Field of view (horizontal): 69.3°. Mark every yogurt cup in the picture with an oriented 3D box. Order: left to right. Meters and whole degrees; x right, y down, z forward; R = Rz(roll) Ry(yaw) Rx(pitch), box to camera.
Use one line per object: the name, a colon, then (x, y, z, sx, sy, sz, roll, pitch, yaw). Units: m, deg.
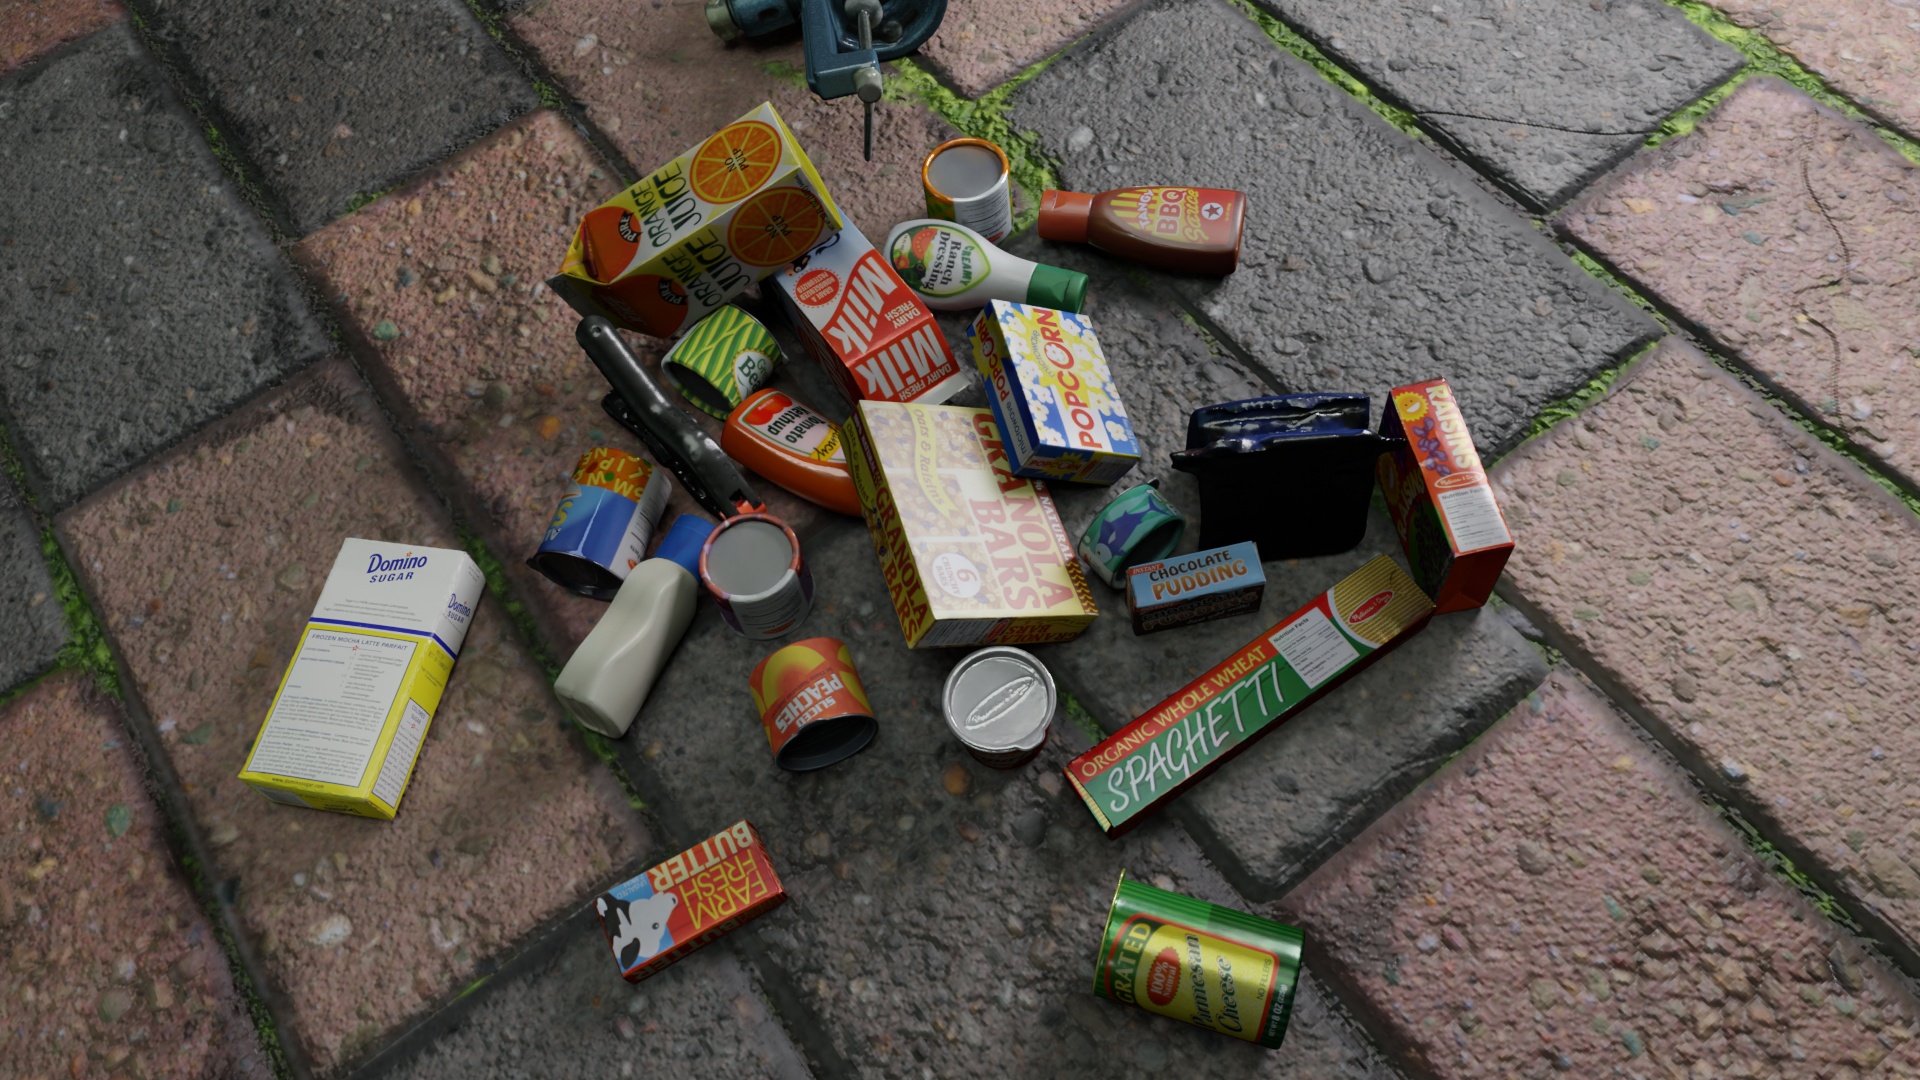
yogurt cup: (0.025, 0.105, 0.845, 0.072, 0.053, 0.073, -3, 61, 5)

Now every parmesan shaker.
parmesan shaker: (0.130, 0.227, 0.756, 0.103, 0.071, 0.071, 13, 64, 13)

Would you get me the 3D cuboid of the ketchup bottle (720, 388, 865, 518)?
ketchup bottle: (-0.087, -0.049, 0.944, 0.149, 0.043, 0.065, 30, 41, 14)

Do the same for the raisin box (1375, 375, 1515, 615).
raisin box: (0.299, -0.027, 0.870, 0.040, 0.085, 0.124, -12, 61, 2)

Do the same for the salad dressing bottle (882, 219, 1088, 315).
salad dressing bottle: (0.018, -0.193, 1.014, 0.148, 0.044, 0.064, 15, 89, 10)

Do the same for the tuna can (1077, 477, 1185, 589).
tuna can: (0.112, -0.004, 0.888, 0.071, 0.070, 0.033, -37, 65, -13)

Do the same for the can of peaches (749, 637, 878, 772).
can of peaches: (-0.091, 0.100, 0.851, 0.071, 0.071, 0.058, -22, 60, -6)

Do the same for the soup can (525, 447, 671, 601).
soup can: (-0.241, -0.012, 0.931, 0.071, 0.071, 0.084, 10, 62, 12)

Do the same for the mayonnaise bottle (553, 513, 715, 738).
mayonnaise bottle: (-0.203, 0.051, 0.898, 0.041, 0.064, 0.149, 16, 60, 19)

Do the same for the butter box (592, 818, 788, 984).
butter box: (-0.160, 0.213, 0.822, 0.104, 0.024, 0.053, -27, 61, -9)

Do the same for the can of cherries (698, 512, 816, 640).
can of cherries: (-0.133, 0.021, 0.906, 0.071, 0.058, 0.072, -3, 62, 5)

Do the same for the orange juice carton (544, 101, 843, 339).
orange juice carton: (-0.186, -0.208, 0.956, 0.192, 0.071, 0.073, -30, 59, 5)

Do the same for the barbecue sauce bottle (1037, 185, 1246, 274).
barbecue sauce bottle: (0.133, -0.234, 1.027, 0.148, 0.043, 0.065, 8, 63, 11)

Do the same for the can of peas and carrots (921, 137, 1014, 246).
can of peas and carrots: (0.004, -0.262, 1.048, 0.071, 0.058, 0.071, -2, 61, 5)

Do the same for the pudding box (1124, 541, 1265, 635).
pudding box: (0.147, 0.030, 0.875, 0.084, 0.049, 0.030, -12, 62, 0)

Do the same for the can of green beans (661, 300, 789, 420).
can of green beans: (-0.169, -0.127, 0.988, 0.071, 0.071, 0.058, 28, 68, 19)

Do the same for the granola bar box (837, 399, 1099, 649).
granola bar box: (0.003, -0.011, 0.888, 0.124, 0.038, 0.166, 0, 55, -33)

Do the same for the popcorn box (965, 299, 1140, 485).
popcorn box: (0.062, -0.100, 0.941, 0.085, 0.038, 0.127, 4, 55, -32)

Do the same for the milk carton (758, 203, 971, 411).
milk carton: (-0.074, -0.156, 0.989, 0.072, 0.073, 0.191, -34, 63, -12)

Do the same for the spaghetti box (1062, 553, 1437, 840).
spaghetti box: (0.177, 0.094, 0.849, 0.250, 0.028, 0.050, -32, 63, -11)
